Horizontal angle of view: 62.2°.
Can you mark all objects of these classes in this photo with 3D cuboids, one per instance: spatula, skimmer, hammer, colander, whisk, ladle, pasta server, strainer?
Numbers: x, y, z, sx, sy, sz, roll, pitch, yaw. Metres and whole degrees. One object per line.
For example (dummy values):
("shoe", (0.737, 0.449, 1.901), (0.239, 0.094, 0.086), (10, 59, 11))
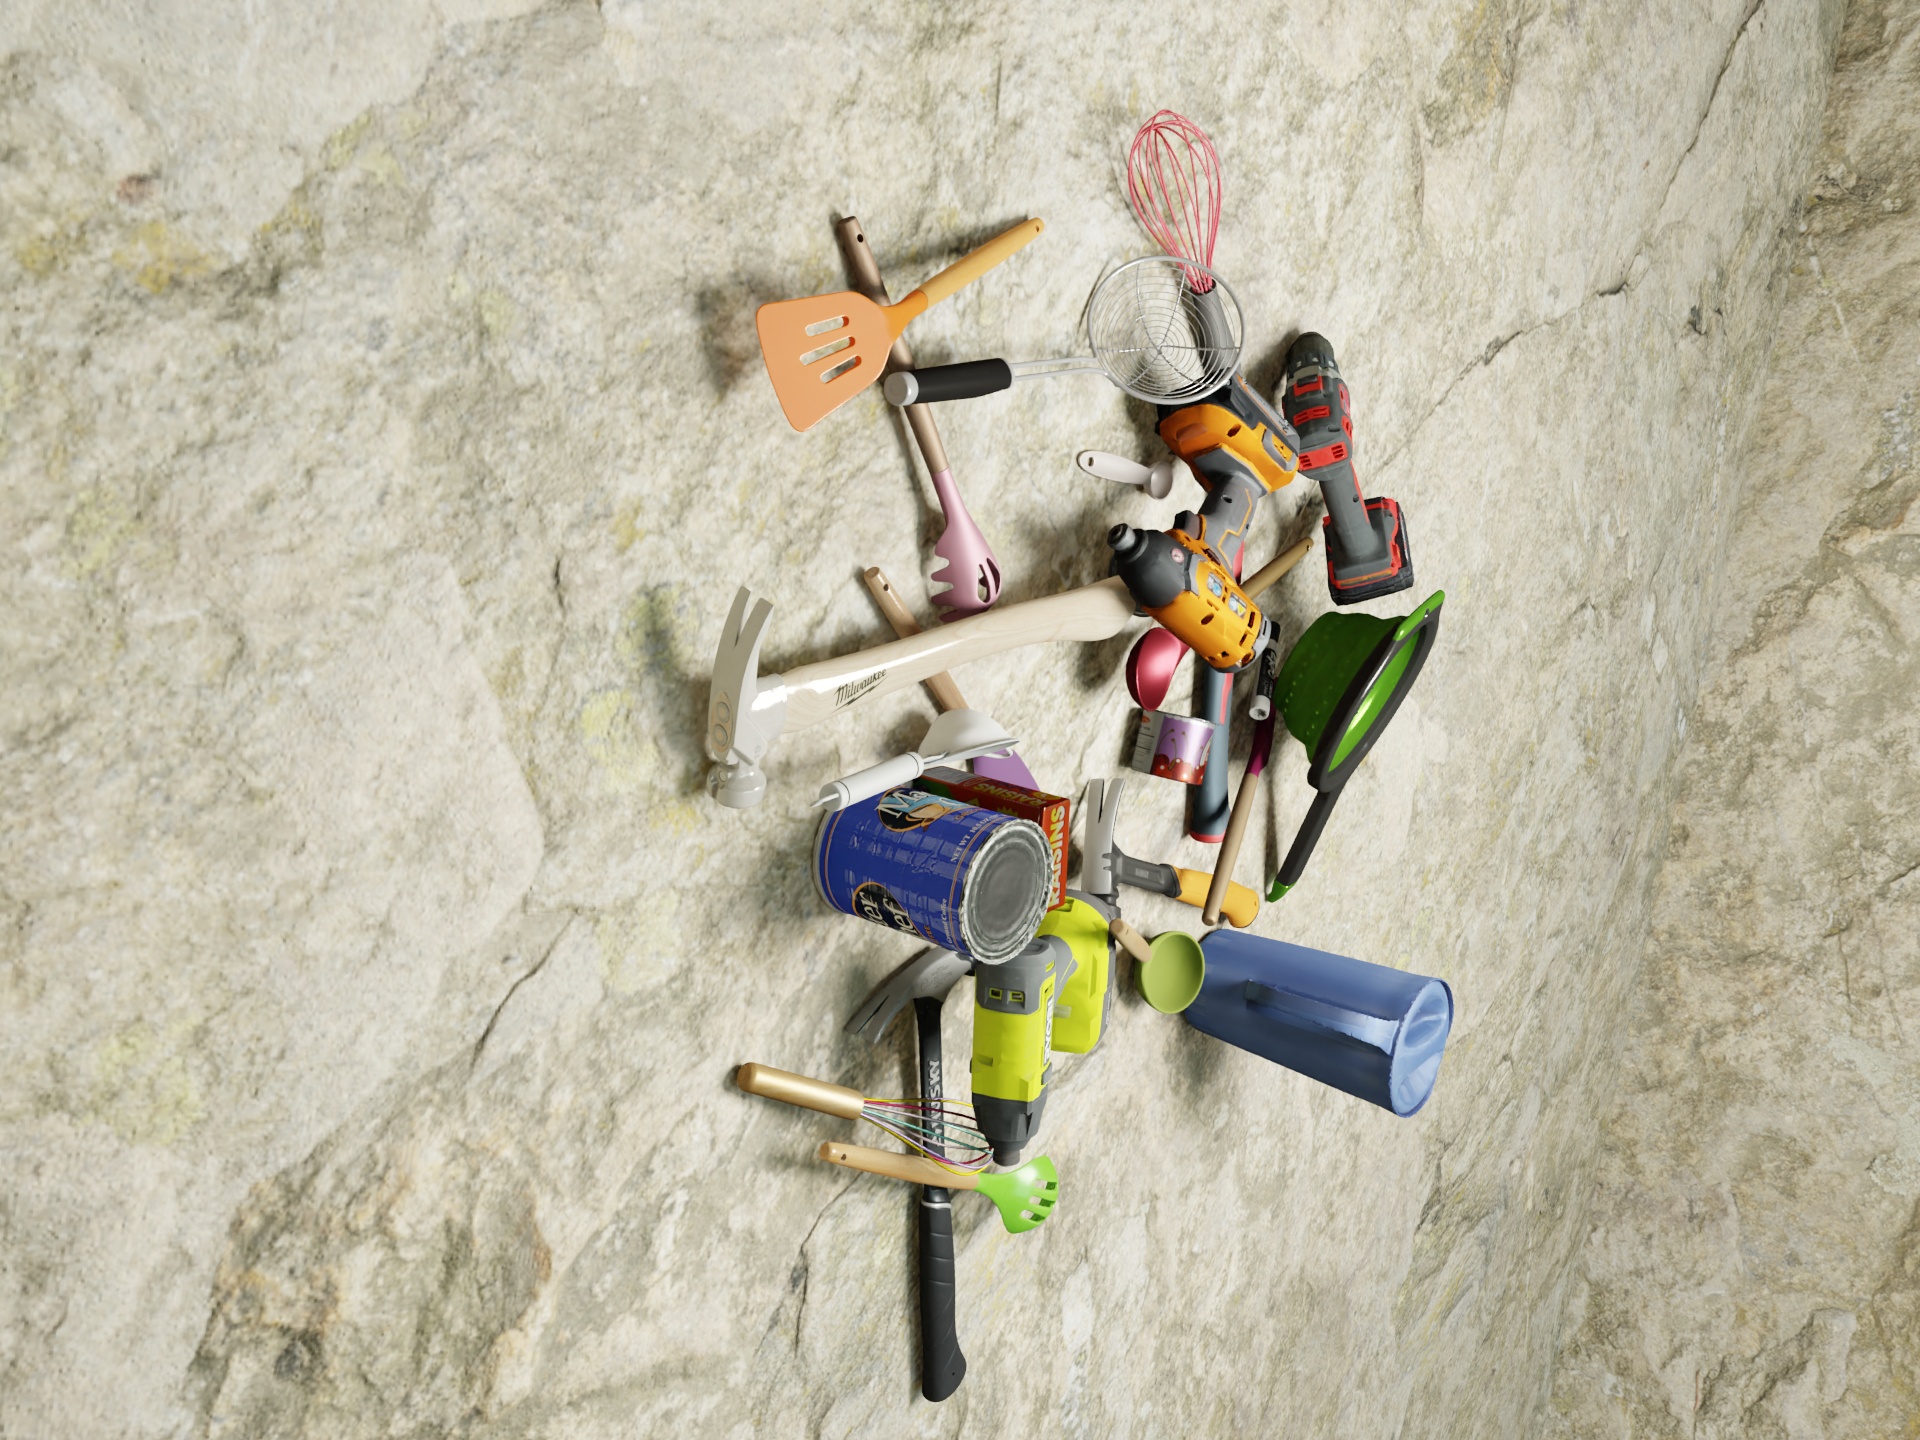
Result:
("spatula", (-0.025, -0.290, 1.074), (0.323, 0.041, 0.081), (-47, 127, -47))
("skimmer", (0.084, -0.278, 1.167), (0.363, 0.090, 0.127), (-22, 78, -49))
("hammer", (0.205, 0.145, 1.493), (0.336, 0.034, 0.127), (22, 68, -55))
("colander", (0.351, 0.023, 1.590), (0.204, 0.094, 0.396), (-34, 149, -43))
("spatula", (-0.002, -0.004, 1.216), (0.060, 0.018, 0.315), (-50, 136, -19))
("hammer", (0.233, -0.070, 1.475), (0.143, 0.038, 0.386), (-14, 111, -48))
("whisk", (-0.060, 0.292, 1.170), (0.244, 0.051, 0.047), (25, 99, -35))
("ladle", (0.168, 0.204, 1.379), (0.320, 0.062, 0.078), (49, 60, -70))
("pasta server", (-0.030, -0.201, 1.121), (0.060, 0.040, 0.316), (-45, 128, -34))
("hammer", (-0.023, 0.378, 1.288), (0.149, 0.036, 0.408), (-21, 116, -45))
("whisk", (0.199, -0.379, 1.331), (0.073, 0.073, 0.295), (-57, 144, -23))
("strainer", (-0.031, 0.028, 1.122), (0.258, 0.087, 0.050), (-21, 93, -60))
("hammer", (-0.008, -0.060, 1.130), (0.410, 0.038, 0.146), (-20, 131, -44))
("ladle", (0.234, -0.098, 1.419), (0.315, 0.031, 0.069), (-36, 125, -39))

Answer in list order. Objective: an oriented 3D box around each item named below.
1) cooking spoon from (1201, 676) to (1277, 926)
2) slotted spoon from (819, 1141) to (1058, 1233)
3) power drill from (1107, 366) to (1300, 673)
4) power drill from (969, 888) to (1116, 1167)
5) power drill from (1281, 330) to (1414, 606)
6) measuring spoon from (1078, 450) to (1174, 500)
("cooking spoon", (0.271, 0.073, 1.515), (0.319, 0.017, 0.068), (-64, 154, -42))
("slotted spoon", (-0.007, 0.362, 1.256), (0.313, 0.031, 0.070), (30, 80, -48))
("power drill", (0.193, -0.171, 1.285), (0.164, 0.084, 0.227), (35, 56, -31))
("power drill", (0.061, 0.232, 1.248), (0.223, 0.080, 0.171), (-31, 125, -70))
("power drill", (0.359, -0.243, 1.511), (0.188, 0.080, 0.226), (-82, 149, -44))
("measuring spoon", (0.136, -0.210, 1.336), (0.124, 0.018, 0.034), (5, 96, -45))
